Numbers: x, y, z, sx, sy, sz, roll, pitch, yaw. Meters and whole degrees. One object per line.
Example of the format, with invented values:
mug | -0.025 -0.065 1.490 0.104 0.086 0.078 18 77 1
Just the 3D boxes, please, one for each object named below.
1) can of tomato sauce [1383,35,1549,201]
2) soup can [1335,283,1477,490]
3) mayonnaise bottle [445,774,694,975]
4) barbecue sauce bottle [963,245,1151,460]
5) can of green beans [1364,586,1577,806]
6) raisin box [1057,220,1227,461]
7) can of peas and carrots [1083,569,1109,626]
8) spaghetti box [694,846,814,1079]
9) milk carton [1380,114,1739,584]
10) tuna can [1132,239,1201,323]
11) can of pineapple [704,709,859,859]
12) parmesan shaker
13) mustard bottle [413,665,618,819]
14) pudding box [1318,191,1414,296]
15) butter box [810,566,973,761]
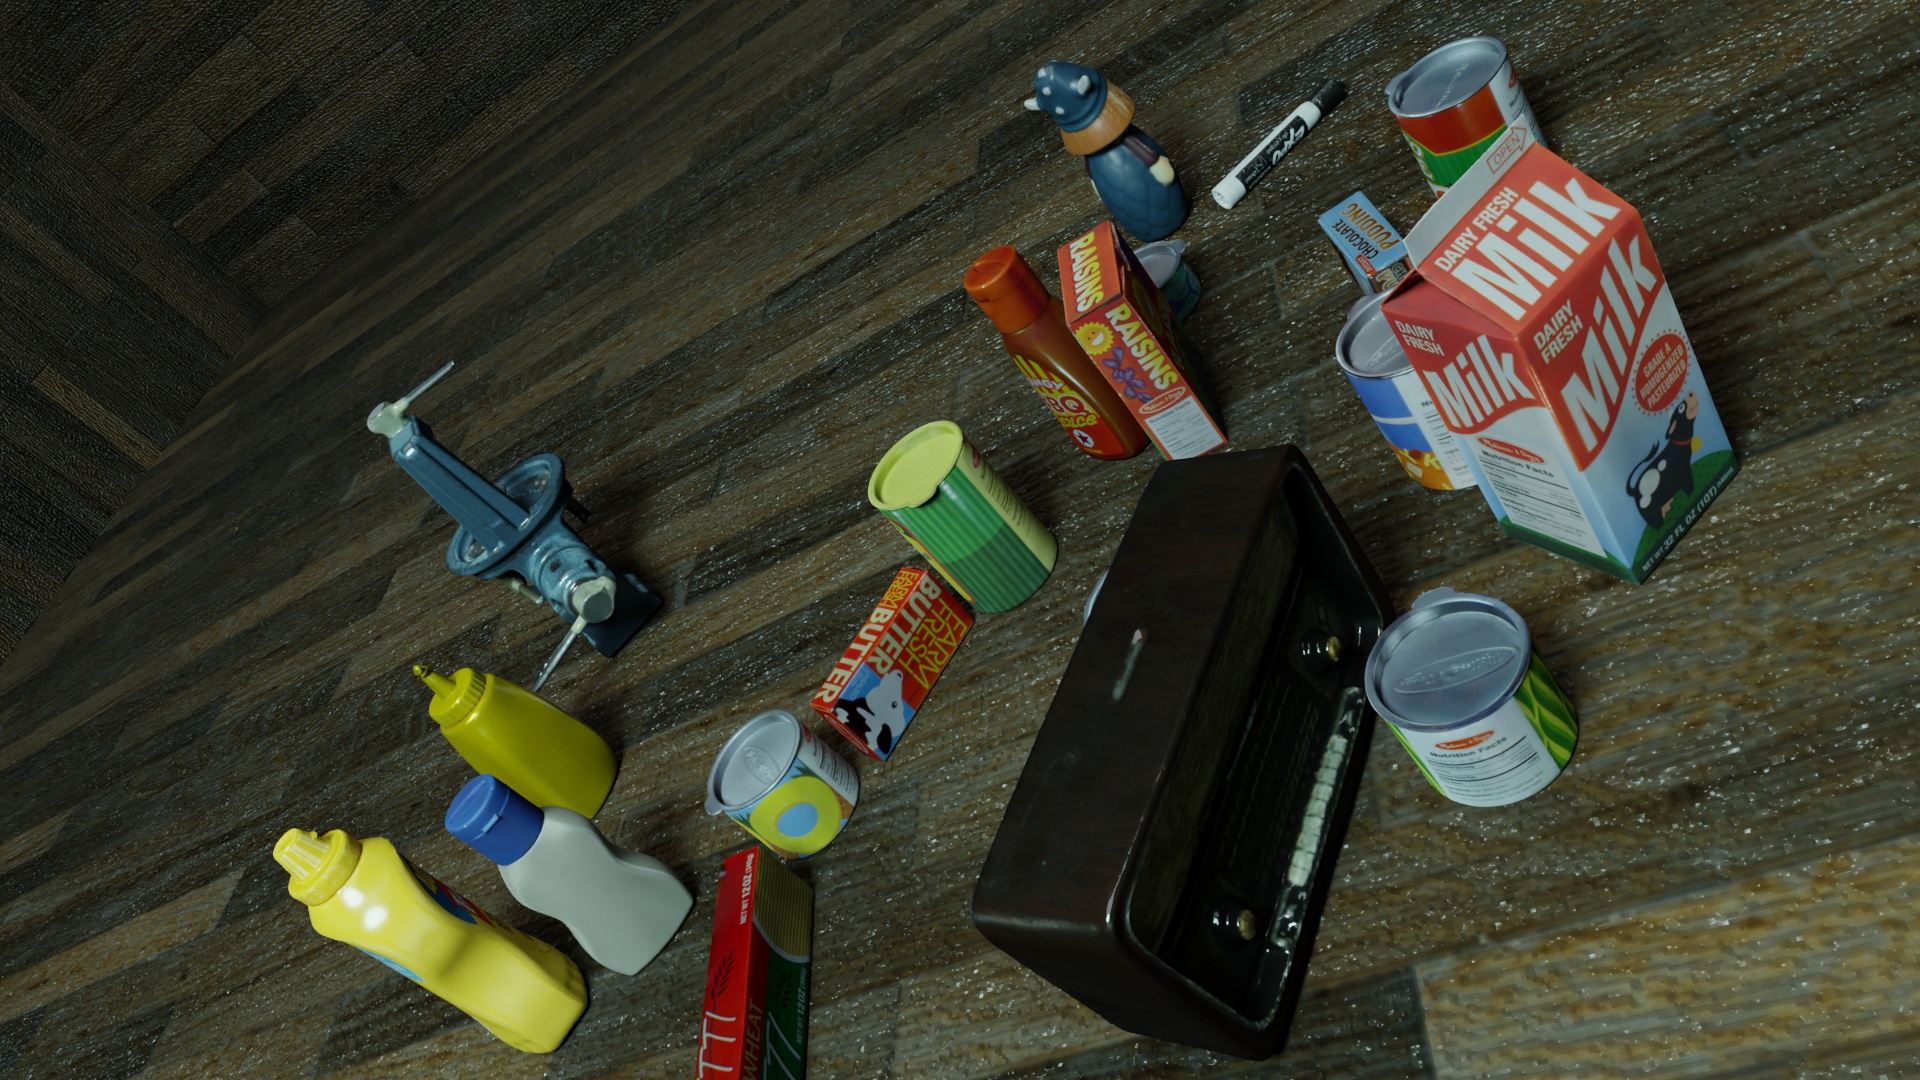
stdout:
can of tomato sauce | 0.289 -0.231 0.791 0.071 0.083 0.071 -27 35 22
soup can | 0.229 -0.076 0.673 0.071 0.083 0.072 -27 35 22
mayonnaise bottle | -0.220 0.184 0.780 0.065 0.147 0.041 -50 33 -12
barbecue sauce bottle | 0.058 -0.111 0.832 0.044 0.148 0.065 -52 34 -15
can of green beans | 0.206 0.064 0.558 0.071 0.057 0.071 -27 36 22
raisin box | 0.106 -0.114 0.808 0.040 0.123 0.086 -28 35 22
can of peas and carrots | 0.104 0.043 0.689 0.071 0.058 0.071 -27 36 22
spaghetti box | -0.100 0.260 0.657 0.028 0.050 0.251 -29 35 20
milk carton | 0.238 -0.075 0.563 0.072 0.190 0.073 -47 33 -7
tuna can | 0.128 -0.168 0.931 0.071 0.032 0.071 -27 36 22
can of pineapple | -0.102 0.140 0.791 0.071 0.057 0.071 -27 36 22
parmesan shaker | 0.003 -0.010 0.814 0.071 0.103 0.072 -27 35 22
mustard bottle | -0.299 0.126 0.918 0.048 0.160 0.066 -16 41 35
pudding box | 0.238 -0.158 0.790 0.030 0.049 0.084 -32 34 15
butter box | -0.038 0.071 0.810 0.024 0.053 0.104 6 56 50
